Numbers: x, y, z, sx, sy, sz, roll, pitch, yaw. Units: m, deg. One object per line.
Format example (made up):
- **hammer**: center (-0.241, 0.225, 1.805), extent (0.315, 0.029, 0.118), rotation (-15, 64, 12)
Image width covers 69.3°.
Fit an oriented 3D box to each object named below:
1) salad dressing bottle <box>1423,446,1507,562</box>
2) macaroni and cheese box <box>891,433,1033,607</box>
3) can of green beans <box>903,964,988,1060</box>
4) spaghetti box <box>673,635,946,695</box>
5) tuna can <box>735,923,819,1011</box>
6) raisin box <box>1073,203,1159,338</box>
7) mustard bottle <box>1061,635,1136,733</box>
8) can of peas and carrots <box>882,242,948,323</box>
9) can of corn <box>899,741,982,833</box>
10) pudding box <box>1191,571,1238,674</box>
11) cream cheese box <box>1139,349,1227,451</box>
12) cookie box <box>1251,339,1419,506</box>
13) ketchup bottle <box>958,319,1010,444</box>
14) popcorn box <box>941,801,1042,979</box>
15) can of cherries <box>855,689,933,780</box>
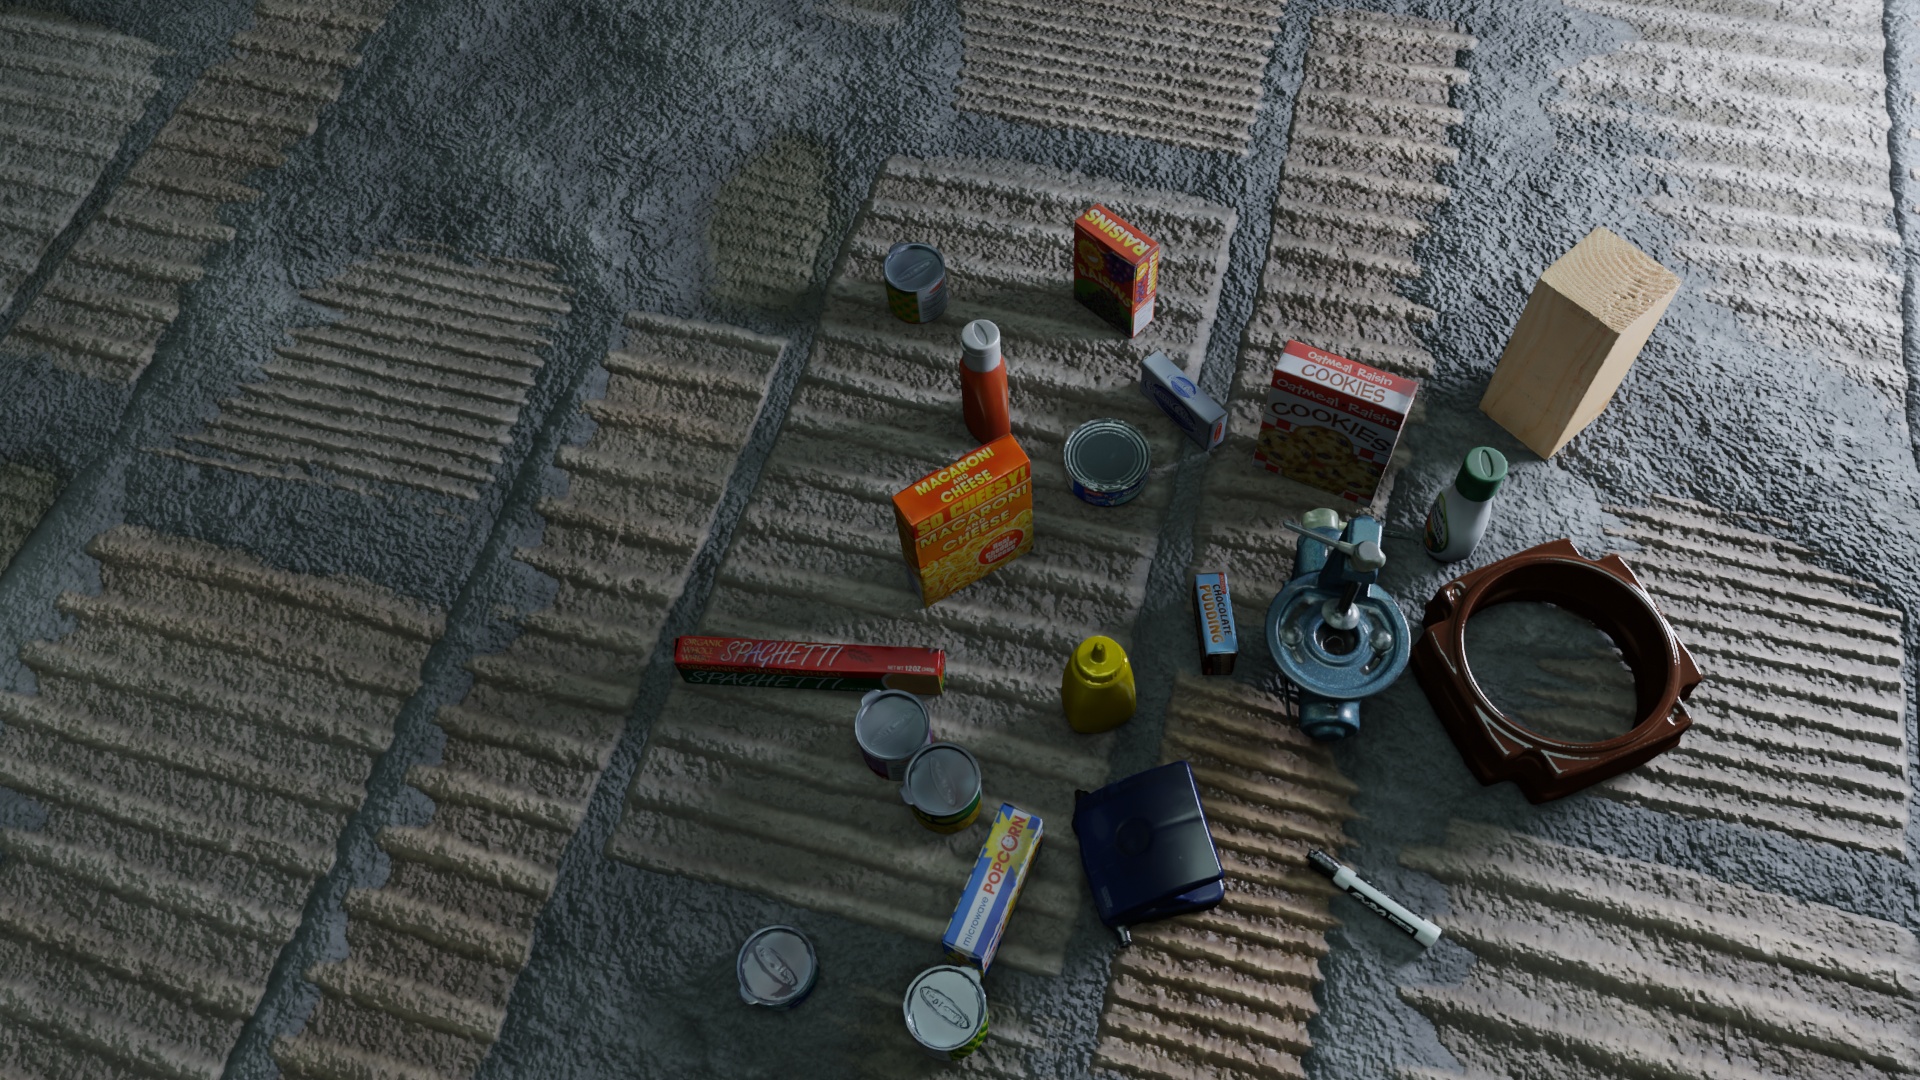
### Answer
- **salad dressing bottle**: center (0.461, -0.033, 1.269), extent (0.044, 0.147, 0.064), rotation (-1, 61, 3)
- **macaroni and cheese box**: center (0.005, -0.016, 1.279), extent (0.124, 0.165, 0.040), rotation (-29, 63, -12)
- **can of green beans**: center (-0.011, 0.382, 1.122), extent (0.071, 0.057, 0.071), rotation (-2, 61, 3)
- **spaghetti box**: center (-0.139, 0.115, 1.282), extent (0.250, 0.050, 0.029), rotation (2, 62, 5)
- **tuna can**: center (-0.153, 0.359, 1.159), extent (0.071, 0.032, 0.071), rotation (-2, 61, 3)
- **raisin box**: center (0.159, -0.278, 1.438), extent (0.040, 0.123, 0.086), rotation (-42, 67, -17)
- **mustard bottle**: center (0.120, 0.119, 1.201), extent (0.065, 0.159, 0.049), rotation (-14, 61, -4)
- **can of peas and carrots**: center (-0.049, -0.277, 1.489), extent (0.071, 0.058, 0.071), rotation (-2, 61, 3)
- **can of corn**: center (-0.016, 0.218, 1.213), extent (0.071, 0.058, 0.071), rotation (-2, 61, 3)
- **pudding box**: center (0.234, 0.077, 1.279), extent (0.030, 0.049, 0.084), rotation (-4, 61, 2)
- **cream cheese box**: center (0.223, -0.141, 1.398), extent (0.024, 0.053, 0.104), rotation (-36, 65, -15)
- **cookie box**: center (0.349, -0.109, 1.307), extent (0.123, 0.166, 0.040), rotation (22, 65, 15)
- **ketchup bottle**: center (0.022, -0.158, 1.367), extent (0.043, 0.148, 0.065), rotation (-22, 62, -8)
- **popcorn box**: center (0.028, 0.292, 1.154), extent (0.038, 0.085, 0.127), rotation (20, 64, 14)
- **can of cherries**: center (-0.059, 0.172, 1.241), extent (0.071, 0.058, 0.072), rotation (-2, 61, 3)
